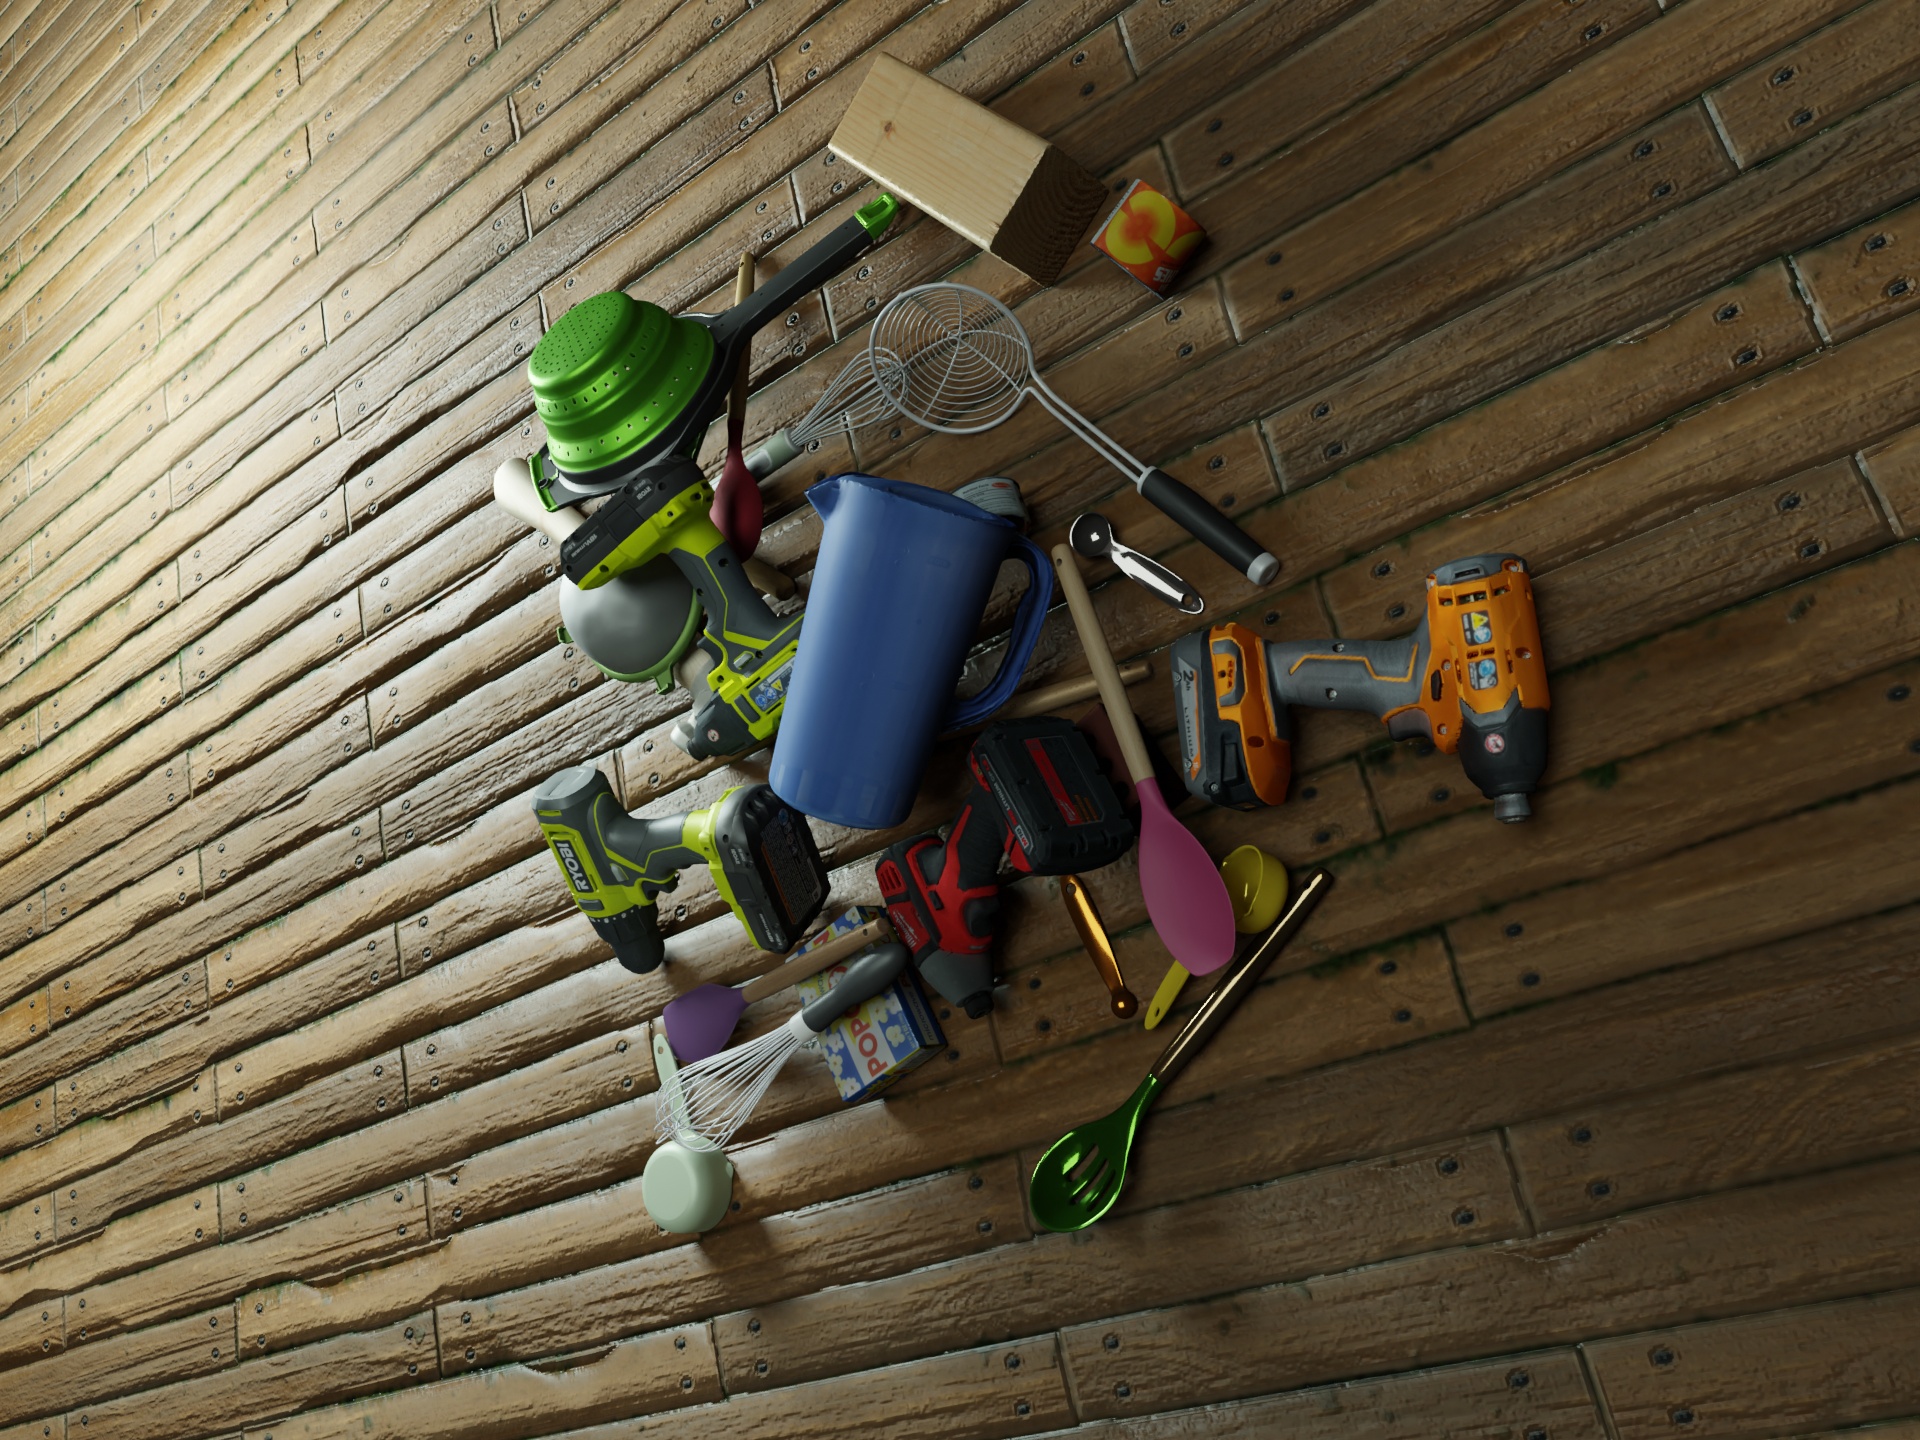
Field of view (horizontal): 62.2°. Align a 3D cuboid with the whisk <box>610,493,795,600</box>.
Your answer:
[{"bbox_3d":[-0.233,-0.167,1.406,0.245,0.051,0.047,32,95,31],"label":"whisk"}]

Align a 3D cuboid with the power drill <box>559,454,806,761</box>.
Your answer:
[{"bbox_3d":[-0.210,-0.086,1.288,0.171,0.080,0.223,-37,95,18],"label":"power drill"}]

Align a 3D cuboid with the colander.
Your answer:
[{"bbox_3d":[-0.230,-0.342,1.338,0.397,0.094,0.205,-37,42,5],"label":"colander"}]

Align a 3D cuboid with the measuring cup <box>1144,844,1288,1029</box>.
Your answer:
[{"bbox_3d":[0.172,0.153,1.072,0.156,0.029,0.062,-62,19,24],"label":"measuring cup"}]

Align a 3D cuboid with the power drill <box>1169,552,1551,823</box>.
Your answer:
[{"bbox_3d":[0.257,-0.003,1.011,0.226,0.084,0.164,-13,75,29],"label":"power drill"}]

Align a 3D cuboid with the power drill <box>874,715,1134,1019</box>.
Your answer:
[{"bbox_3d":[0.022,0.108,1.125,0.219,0.078,0.143,-53,53,42],"label":"power drill"}]

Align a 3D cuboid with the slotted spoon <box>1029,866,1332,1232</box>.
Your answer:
[{"bbox_3d":[0.151,0.224,1.075,0.313,0.031,0.070,-54,39,12],"label":"slotted spoon"}]

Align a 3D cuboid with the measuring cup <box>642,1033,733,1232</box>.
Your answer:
[{"bbox_3d":[-0.241,0.342,1.320,0.083,0.038,0.168,-29,68,28],"label":"measuring cup"}]

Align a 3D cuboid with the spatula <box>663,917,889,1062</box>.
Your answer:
[{"bbox_3d":[-0.152,0.211,1.253,0.316,0.018,0.060,-33,69,43],"label":"spatula"}]

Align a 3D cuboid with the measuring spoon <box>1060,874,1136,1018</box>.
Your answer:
[{"bbox_3d":[0.095,0.159,1.134,0.021,0.011,0.117,-35,63,25],"label":"measuring spoon"}]

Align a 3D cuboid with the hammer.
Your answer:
[{"bbox_3d":[-0.311,-0.140,1.459,0.411,0.038,0.146,42,104,33],"label":"hammer"}]

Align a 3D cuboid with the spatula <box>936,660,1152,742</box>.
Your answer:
[{"bbox_3d":[-0.002,-0.004,1.211,0.317,0.044,0.082,-17,34,29],"label":"spatula"}]

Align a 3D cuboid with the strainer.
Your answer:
[{"bbox_3d":[-0.277,-0.159,1.364,0.152,0.069,0.256,26,99,33],"label":"strainer"}]

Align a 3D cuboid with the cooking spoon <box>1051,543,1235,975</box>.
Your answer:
[{"bbox_3d":[0.117,0.018,1.074,0.068,0.017,0.319,-39,61,43],"label":"cooking spoon"}]

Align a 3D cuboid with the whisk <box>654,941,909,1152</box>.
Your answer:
[{"bbox_3d":[-0.138,0.248,1.215,0.284,0.070,0.070,-40,62,25],"label":"whisk"}]

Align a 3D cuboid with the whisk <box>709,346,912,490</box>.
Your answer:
[{"bbox_3d":[-0.135,-0.241,1.349,0.246,0.059,0.058,-27,95,33],"label":"whisk"}]

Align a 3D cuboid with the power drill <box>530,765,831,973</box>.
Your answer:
[{"bbox_3d":[-0.226,0.129,1.295,0.228,0.080,0.190,-2,120,30],"label":"power drill"}]

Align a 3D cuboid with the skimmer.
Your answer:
[{"bbox_3d":[0.076,-0.201,1.166,0.364,0.090,0.127,44,139,29],"label":"skimmer"}]

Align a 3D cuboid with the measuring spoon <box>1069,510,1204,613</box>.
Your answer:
[{"bbox_3d":[0.131,-0.112,1.161,0.124,0.018,0.034,39,106,26],"label":"measuring spoon"}]

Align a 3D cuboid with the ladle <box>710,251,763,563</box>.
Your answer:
[{"bbox_3d":[-0.191,-0.278,1.375,0.069,0.031,0.316,-22,58,39],"label":"ladle"}]
